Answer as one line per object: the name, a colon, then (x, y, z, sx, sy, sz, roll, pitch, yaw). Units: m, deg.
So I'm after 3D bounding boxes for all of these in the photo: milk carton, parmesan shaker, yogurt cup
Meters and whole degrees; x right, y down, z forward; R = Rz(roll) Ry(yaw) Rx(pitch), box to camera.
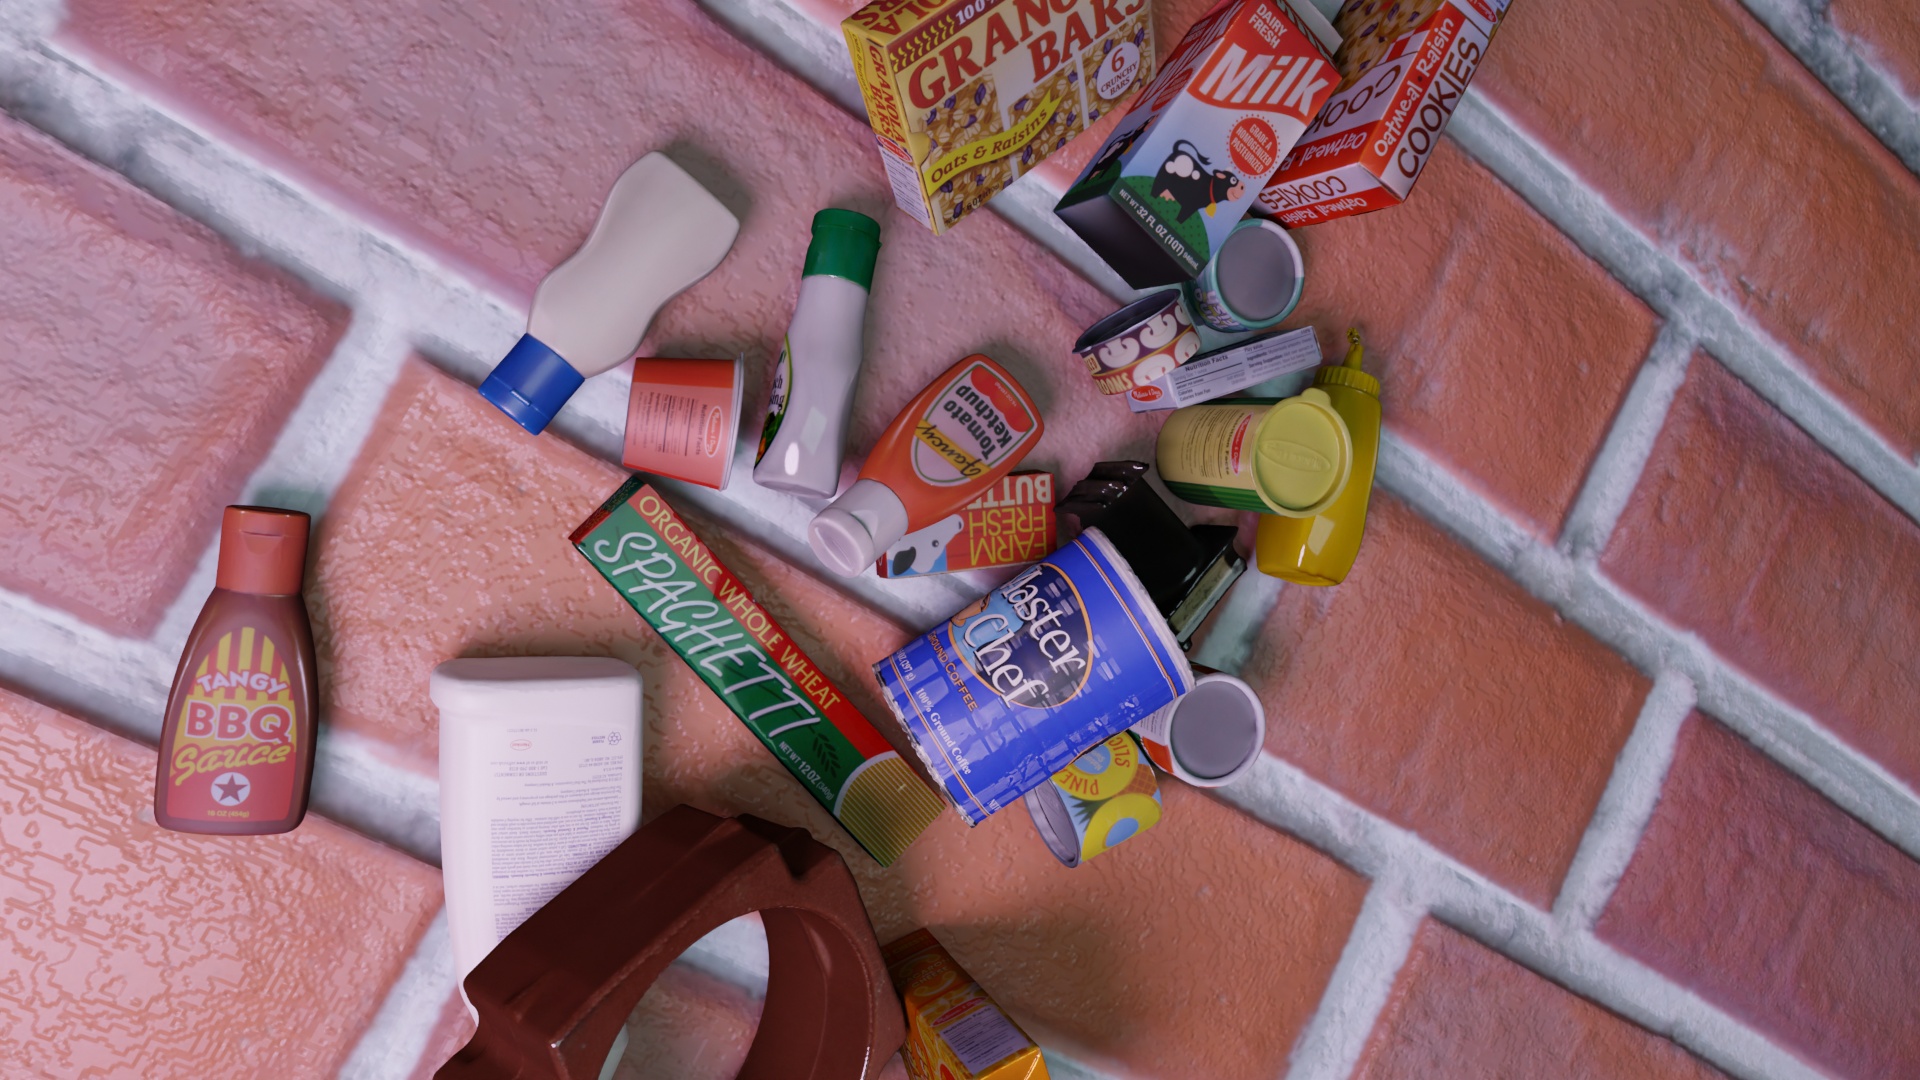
milk carton: (0.145, -0.239, 0.788, 0.072, 0.073, 0.191, 40, 79, -19)
parmesan shaker: (0.166, -0.052, 0.795, 0.071, 0.103, 0.071, -2, 96, -21)
yogurt cup: (-0.140, -0.061, 0.697, 0.054, 0.072, 0.072, 7, 92, -13)

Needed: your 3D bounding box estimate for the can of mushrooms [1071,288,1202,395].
can of mushrooms: (0.099, -0.111, 0.784, 0.071, 0.071, 0.033, -34, 107, -15)

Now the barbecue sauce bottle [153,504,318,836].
barbecue sauce bottle: (-0.329, 0.059, 0.642, 0.065, 0.043, 0.148, 7, 91, -21)

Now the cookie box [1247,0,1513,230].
cookie box: (0.241, -0.262, 0.797, 0.040, 0.123, 0.167, 32, 83, -20)

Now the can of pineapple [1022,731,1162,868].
can of pineapple: (0.074, 0.143, 0.793, 0.058, 0.071, 0.071, -23, 102, -19)

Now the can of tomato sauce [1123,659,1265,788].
can of tomato sauce: (0.128, 0.102, 0.802, 0.071, 0.083, 0.071, -2, 95, -21)

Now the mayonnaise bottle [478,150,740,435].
mayonnaise bottle: (-0.177, -0.120, 0.690, 0.064, 0.041, 0.148, 40, 81, -17)

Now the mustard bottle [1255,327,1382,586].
mustard bottle: (0.224, -0.053, 0.840, 0.049, 0.065, 0.160, 18, 84, -17)

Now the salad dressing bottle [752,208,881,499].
salad dressing bottle: (-0.072, -0.097, 0.724, 0.044, 0.064, 0.148, 12, 81, -12)

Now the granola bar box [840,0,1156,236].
granola bar box: (0.027, -0.254, 0.723, 0.166, 0.039, 0.123, -39, 147, -14)

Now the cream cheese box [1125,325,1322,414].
cream cheese box: (0.154, -0.100, 0.813, 0.104, 0.053, 0.024, -19, 99, -19)

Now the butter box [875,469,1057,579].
butter box: (0.003, -0.010, 0.777, 0.104, 0.024, 0.053, -6, 97, -20)

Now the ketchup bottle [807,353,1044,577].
ketchup bottle: (-0.020, -0.037, 0.727, 0.064, 0.043, 0.149, 48, 53, -4)

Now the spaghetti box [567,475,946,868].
spaghetti box: (-0.104, 0.073, 0.739, 0.050, 0.028, 0.249, -45, 108, -13)

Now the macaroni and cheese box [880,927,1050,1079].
macaroni and cheese box: (0.009, 0.291, 0.726, 0.040, 0.166, 0.123, -21, 101, -18)

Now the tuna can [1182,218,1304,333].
tuna can: (0.167, -0.155, 0.825, 0.071, 0.033, 0.071, -2, 94, -21)
